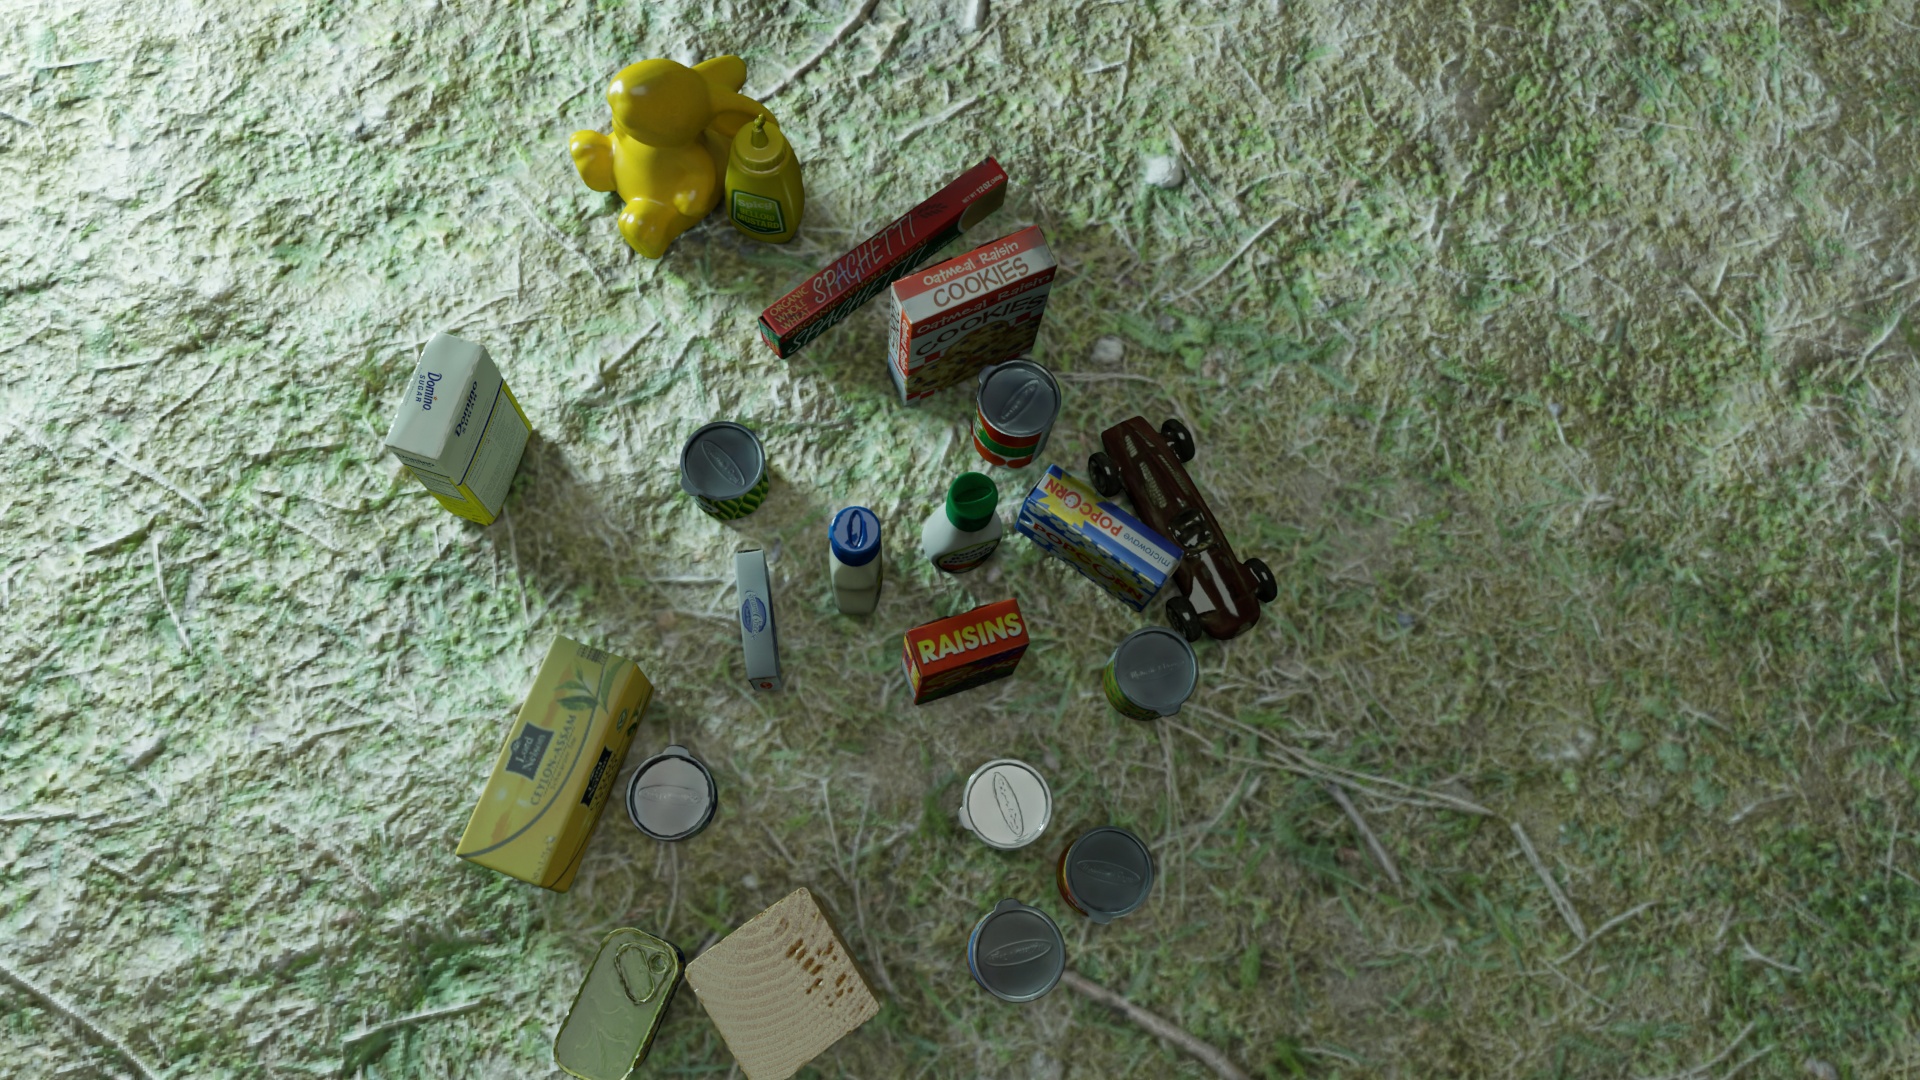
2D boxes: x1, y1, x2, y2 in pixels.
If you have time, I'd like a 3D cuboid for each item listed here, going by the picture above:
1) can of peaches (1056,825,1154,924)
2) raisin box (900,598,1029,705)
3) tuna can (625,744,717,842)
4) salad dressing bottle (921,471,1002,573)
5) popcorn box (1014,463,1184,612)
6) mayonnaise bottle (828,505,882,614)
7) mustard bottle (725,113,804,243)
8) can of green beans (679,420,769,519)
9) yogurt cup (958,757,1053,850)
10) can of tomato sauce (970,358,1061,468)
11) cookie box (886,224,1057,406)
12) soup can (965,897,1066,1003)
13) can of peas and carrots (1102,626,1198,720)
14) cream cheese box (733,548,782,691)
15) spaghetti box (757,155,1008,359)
[{"bbox_3d":[0.107,0.252,1.044,0.071,0.058,0.071,1,74,-4],"label":"can of peaches"},{"bbox_3d":[0.002,0.085,1.051,0.086,0.123,0.040,-16,76,-8],"label":"raisin box"},{"bbox_3d":[-0.217,0.192,1.051,0.071,0.032,0.071,1,74,-4],"label":"tuna can"},{"bbox_3d":[0.004,-0.013,1.068,0.064,0.147,0.044,-16,76,-8],"label":"salad dressing bottle"},{"bbox_3d":[0.109,0.000,1.104,0.127,0.085,0.038,34,75,6],"label":"popcorn box"},{"bbox_3d":[-0.079,0.012,1.054,0.041,0.147,0.065,3,74,-3],"label":"mayonnaise bottle"},{"bbox_3d":[-0.162,-0.299,1.133,0.065,0.159,0.049,13,74,0],"label":"mustard bottle"},{"bbox_3d":[-0.188,-0.055,1.113,0.071,0.057,0.071,1,74,-4],"label":"can of green beans"},{"bbox_3d":[0.034,0.202,1.055,0.072,0.053,0.072,1,74,-4],"label":"yogurt cup"},{"bbox_3d":[0.042,-0.102,1.130,0.071,0.083,0.071,1,74,-4],"label":"can of tomato sauce"},{"bbox_3d":[0.005,-0.177,1.105,0.123,0.167,0.040,-25,77,-10],"label":"cookie box"},{"bbox_3d":[0.038,0.298,1.012,0.071,0.083,0.071,1,74,-4],"label":"soup can"},{"bbox_3d":[0.149,0.108,1.089,0.071,0.058,0.071,1,74,-4],"label":"can of peas and carrots"},{"bbox_3d":[-0.158,0.063,1.083,0.024,0.053,0.104,-7,74,-6],"label":"cream cheese box"},{"bbox_3d":[-0.064,-0.240,1.180,0.251,0.050,0.029,-38,80,-13],"label":"spaghetti box"}]
